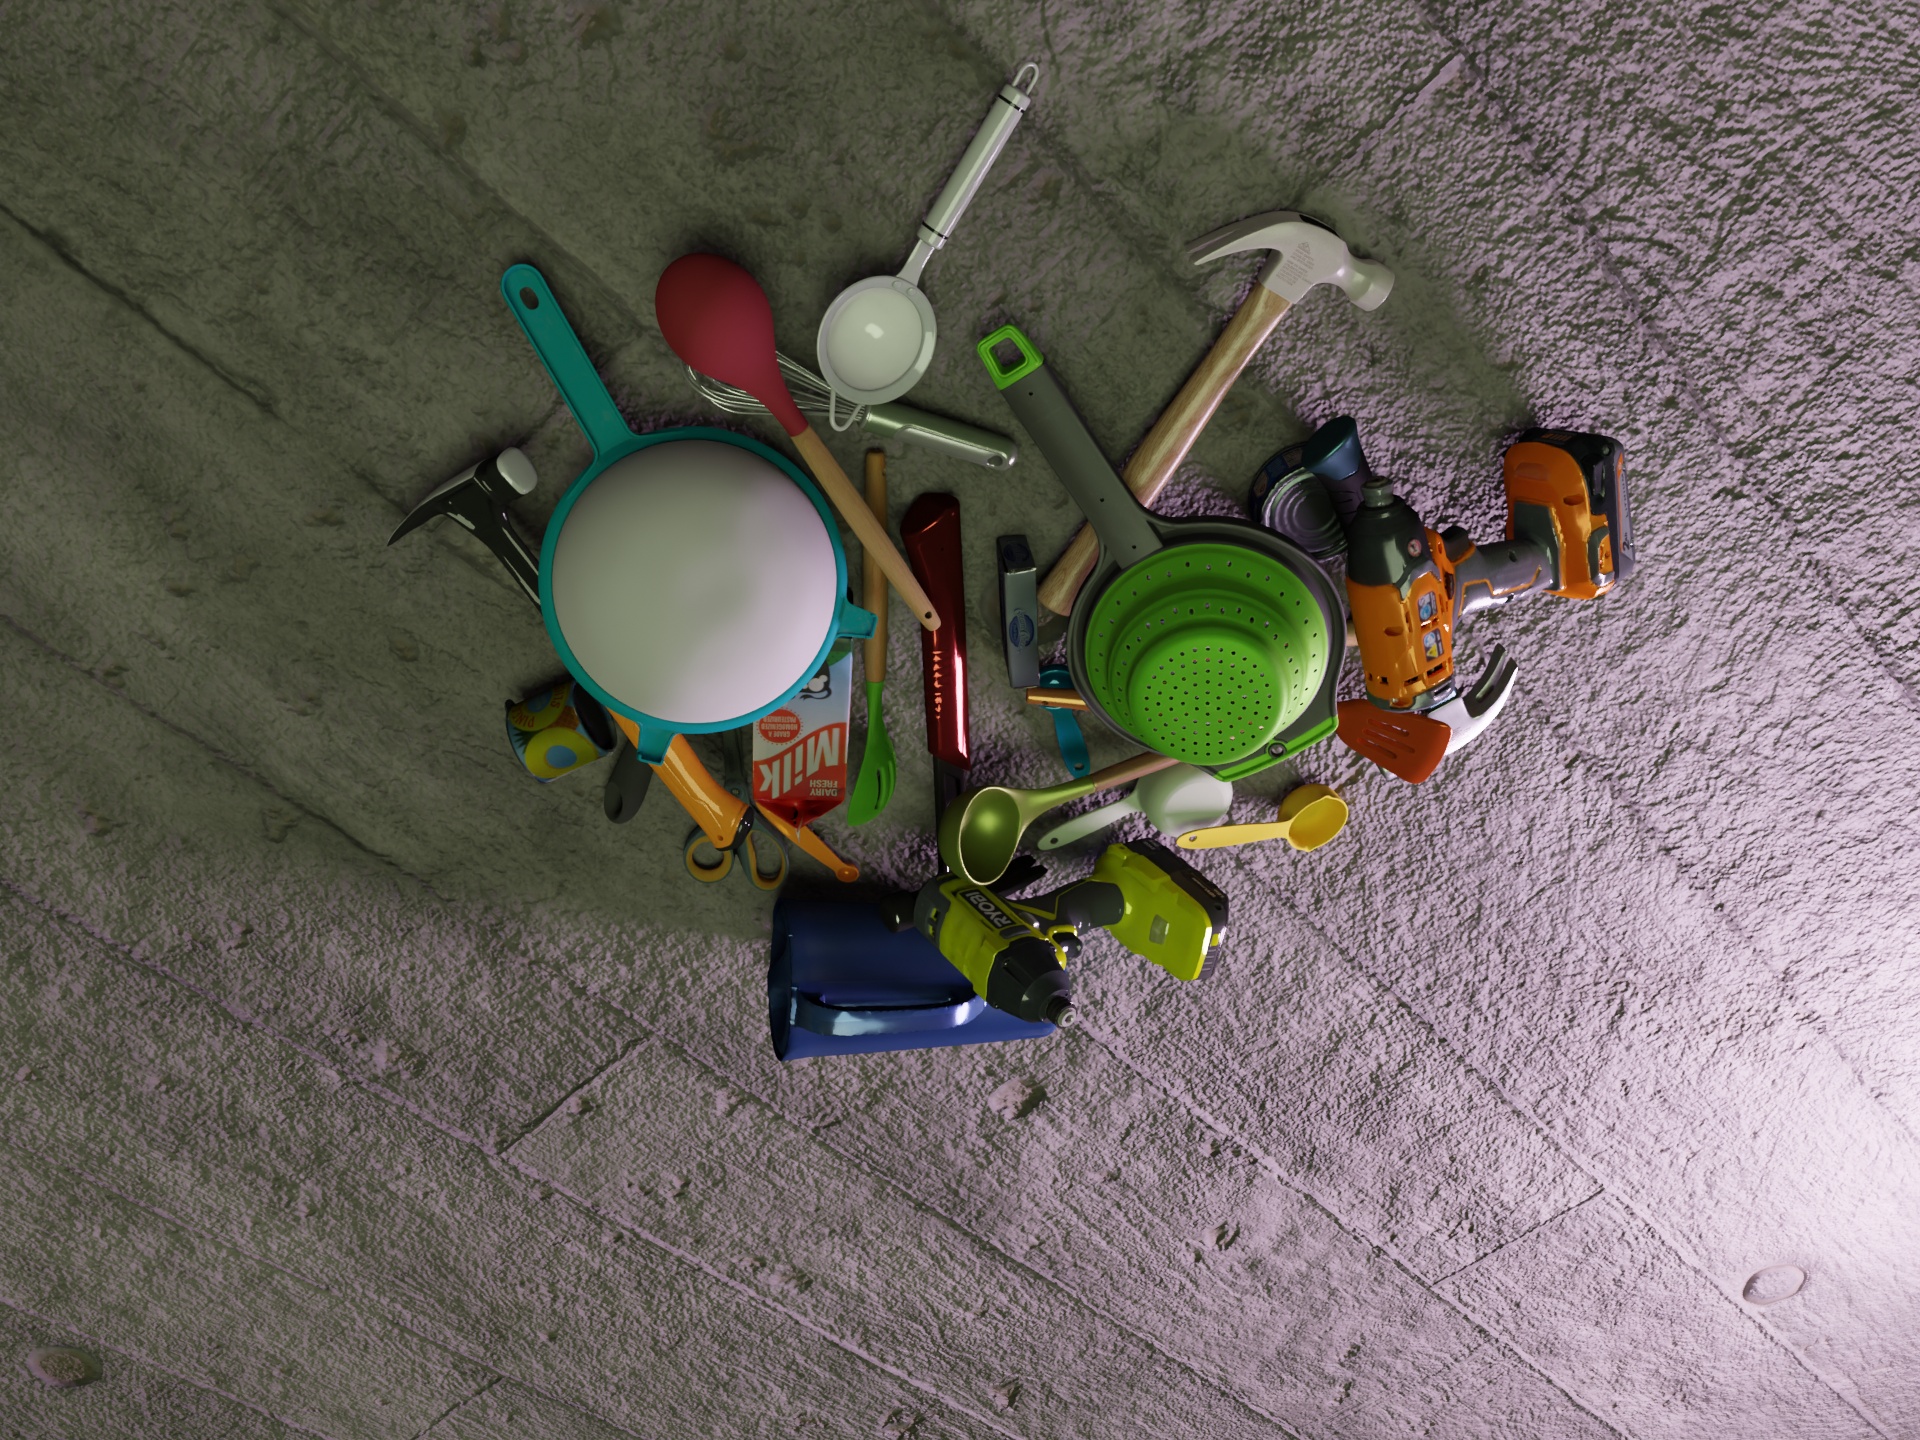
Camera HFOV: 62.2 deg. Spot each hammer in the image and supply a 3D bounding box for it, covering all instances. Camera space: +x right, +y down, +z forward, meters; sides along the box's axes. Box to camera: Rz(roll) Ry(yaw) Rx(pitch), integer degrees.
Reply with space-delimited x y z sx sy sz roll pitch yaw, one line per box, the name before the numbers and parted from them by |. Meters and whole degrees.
hammer | 0.152 -0.207 1.121 0.130 0.031 0.331 24 120 -21
hammer | -0.264 -0.034 1.148 0.127 0.034 0.336 -21 116 31
hammer | 0.323 -0.090 1.182 0.128 0.033 0.330 -29 129 8
hammer | -0.002 -0.004 1.230 0.149 0.037 0.358 -19 123 -27

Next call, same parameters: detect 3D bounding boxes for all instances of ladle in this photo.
ladle | -0.095 -0.174 1.063 0.069 0.031 0.315 -40 124 -5
ladle | 0.132 0.045 1.245 0.320 0.062 0.078 -20 117 -9

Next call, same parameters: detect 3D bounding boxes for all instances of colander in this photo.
colander | 0.130 -0.096 1.107 0.204 0.095 0.396 -28 113 22

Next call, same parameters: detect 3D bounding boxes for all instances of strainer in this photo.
strainer | -0.022 -0.306 1.026 0.086 0.050 0.258 19 115 -38
strainer | -0.199 -0.142 1.037 0.211 0.095 0.340 -32 107 -9

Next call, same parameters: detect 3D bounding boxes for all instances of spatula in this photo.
spatula | 0.211 0.000 1.229 0.322 0.041 0.081 5 144 -3

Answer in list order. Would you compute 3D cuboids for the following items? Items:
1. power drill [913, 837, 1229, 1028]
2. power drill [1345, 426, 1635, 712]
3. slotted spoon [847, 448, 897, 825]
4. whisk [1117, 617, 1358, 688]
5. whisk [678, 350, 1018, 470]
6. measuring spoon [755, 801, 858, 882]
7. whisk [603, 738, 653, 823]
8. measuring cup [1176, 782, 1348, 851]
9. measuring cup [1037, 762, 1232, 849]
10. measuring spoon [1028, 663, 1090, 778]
power drill | 0.098 0.169 1.259 0.223 0.171 0.080 -9 121 -35
power drill | 0.362 -0.124 1.108 0.226 0.084 0.164 -29 117 -21
slotted spoon | -0.065 -0.054 1.199 0.031 0.070 0.313 12 121 18
whisk | 0.234 -0.065 1.225 0.245 0.047 0.051 -6 137 -6
whisk | -0.073 -0.213 1.087 0.246 0.059 0.057 13 149 -20
measuring spoon | -0.127 0.097 1.323 0.021 0.011 0.116 -33 118 27
whisk | -0.221 -0.025 1.198 0.073 0.073 0.295 17 127 -17
measuring cup | 0.245 0.083 1.315 0.156 0.029 0.062 -6 129 -17
measuring cup | 0.144 0.079 1.300 0.167 0.038 0.083 -23 126 -2
measuring spoon | 0.084 -0.001 1.272 0.042 0.021 0.128 -11 134 9
